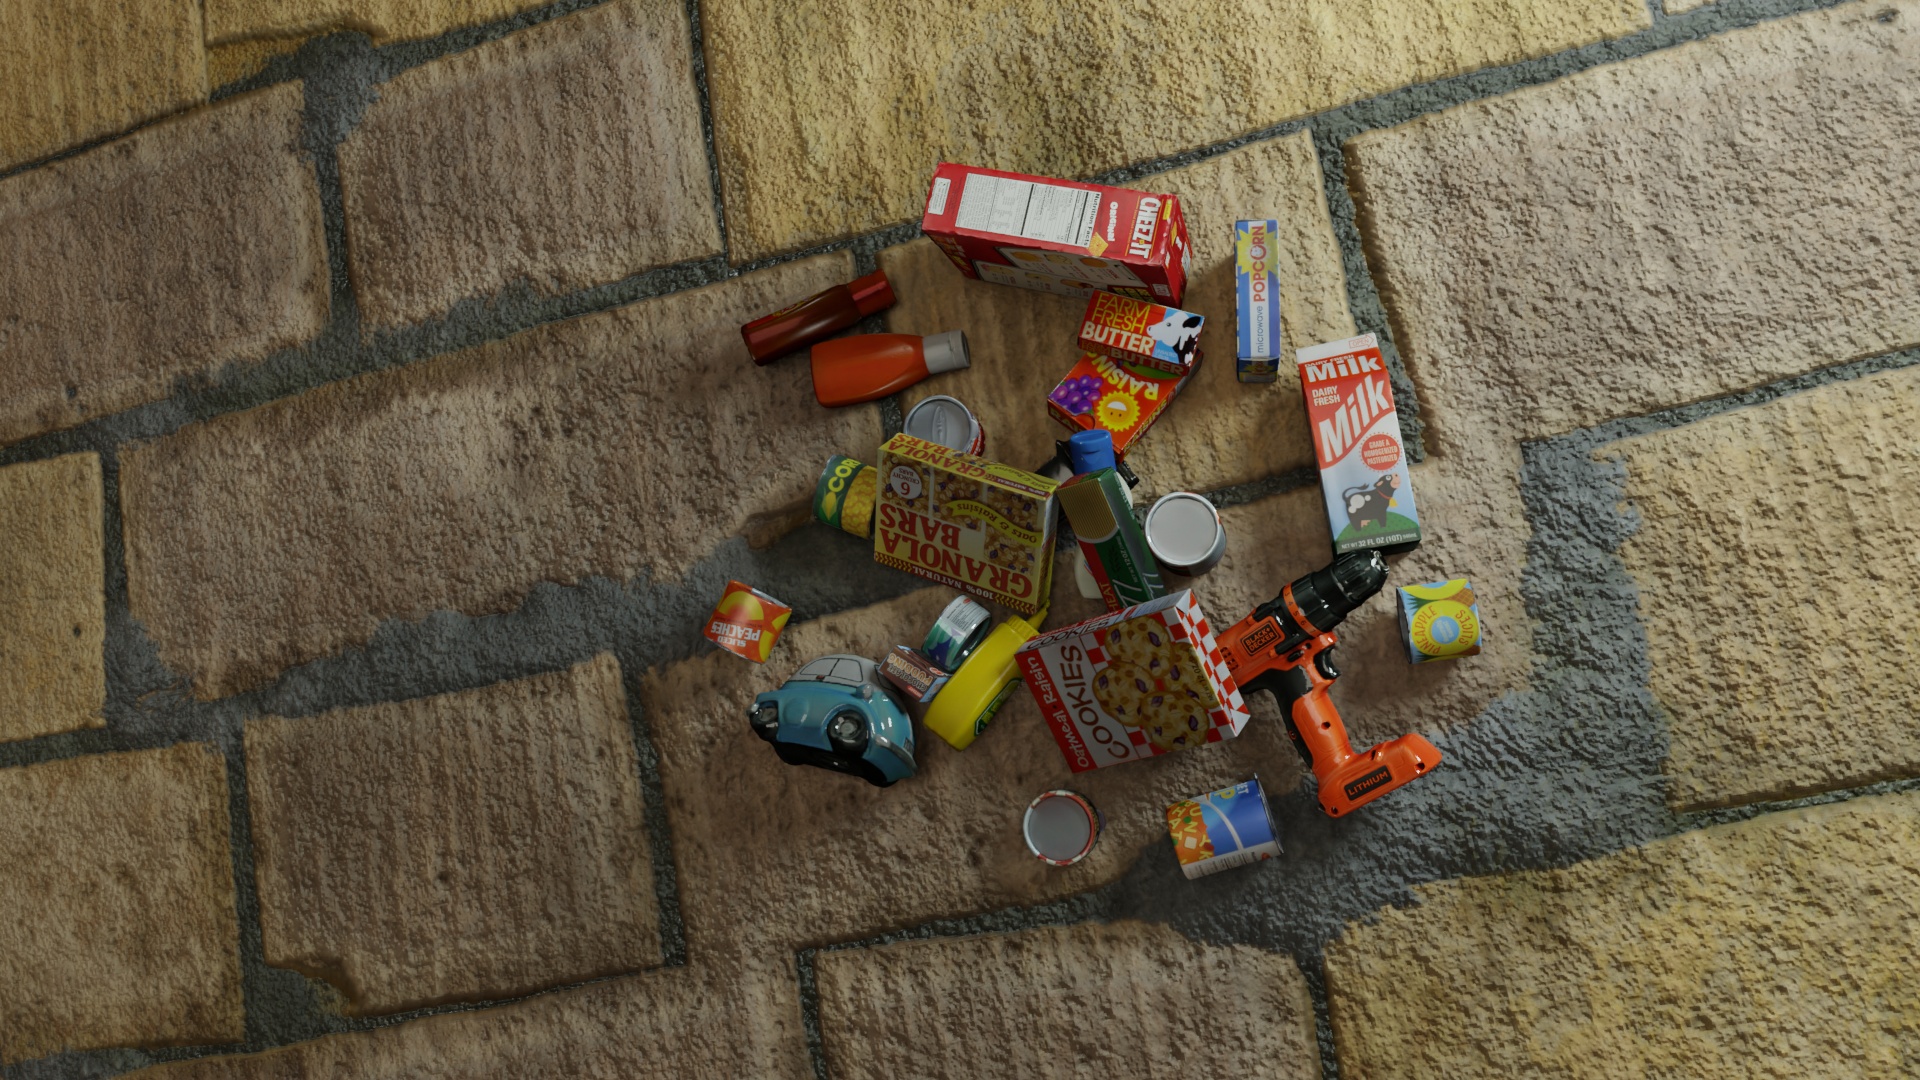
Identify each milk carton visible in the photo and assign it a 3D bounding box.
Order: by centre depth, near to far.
[{"bbox_3d":[0.341,-0.082,1.199,0.072,0.073,0.191,-11,80,12],"label":"milk carton"}]

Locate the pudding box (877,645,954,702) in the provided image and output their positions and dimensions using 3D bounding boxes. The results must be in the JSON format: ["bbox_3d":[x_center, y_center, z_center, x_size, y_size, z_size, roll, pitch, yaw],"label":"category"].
[{"bbox_3d":[-0.038,0.121,1.254,0.050,0.083,0.030,36,92,15],"label":"pudding box"}]

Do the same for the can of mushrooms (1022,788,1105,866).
[{"bbox_3d":[0.092,0.254,1.233,0.071,0.033,0.071,-2,82,13],"label":"can of mushrooms"}]

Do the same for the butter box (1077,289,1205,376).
[{"bbox_3d":[0.160,-0.185,1.235,0.103,0.024,0.053,16,73,10],"label":"butter box"}]

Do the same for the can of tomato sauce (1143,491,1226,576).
[{"bbox_3d":[0.196,-0.006,1.218,0.071,0.083,0.071,-2,82,13],"label":"can of tomato sauce"}]

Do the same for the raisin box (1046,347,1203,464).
[{"bbox_3d":[0.149,-0.142,1.256,0.086,0.040,0.123,38,79,14],"label":"raisin box"}]

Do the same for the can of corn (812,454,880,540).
[{"bbox_3d":[-0.097,-0.042,1.298,0.058,0.071,0.071,21,88,14],"label":"can of corn"}]

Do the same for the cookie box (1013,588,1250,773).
[{"bbox_3d":[0.143,0.123,1.180,0.167,0.040,0.122,-20,101,35],"label":"cookie box"}]

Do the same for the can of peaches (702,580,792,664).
[{"bbox_3d":[-0.201,0.076,1.305,0.071,0.071,0.058,27,89,15],"label":"can of peaches"}]

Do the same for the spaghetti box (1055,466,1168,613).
[{"bbox_3d":[0.155,0.058,1.193,0.050,0.029,0.249,-16,103,44],"label":"spaghetti box"}]

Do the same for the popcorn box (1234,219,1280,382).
[{"bbox_3d":[0.262,-0.210,1.228,0.038,0.085,0.127,-1,82,12],"label":"popcorn box"}]

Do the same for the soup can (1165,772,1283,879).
[{"bbox_3d":[0.224,0.244,1.187,0.084,0.071,0.071,-19,79,11],"label":"soup can"}]

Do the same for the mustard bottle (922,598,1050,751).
[{"bbox_3d":[0.032,0.116,1.251,0.049,0.065,0.160,38,85,17],"label":"mustard bottle"}]

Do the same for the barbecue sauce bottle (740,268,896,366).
[{"bbox_3d":[-0.135,-0.215,1.336,0.148,0.065,0.043,-24,100,0],"label":"barbecue sauce bottle"}]

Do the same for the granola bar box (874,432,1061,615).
[{"bbox_3d":[0.004,-0.016,1.245,0.166,0.039,0.123,18,125,21],"label":"granola bar box"}]

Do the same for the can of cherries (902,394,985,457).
[{"bbox_3d":[-0.012,-0.096,1.291,0.071,0.058,0.071,-2,81,13],"label":"can of cherries"}]

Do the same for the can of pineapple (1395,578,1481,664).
[{"bbox_3d":[0.401,0.068,1.167,0.058,0.071,0.071,-9,81,12],"label":"can of pineapple"}]

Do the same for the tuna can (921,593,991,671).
[{"bbox_3d":[-0.004,0.086,1.262,0.033,0.071,0.071,35,92,14],"label":"tuna can"}]

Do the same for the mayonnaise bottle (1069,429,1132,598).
[{"bbox_3d":[0.125,-0.023,1.226,0.065,0.041,0.147,-8,110,10],"label":"mayonnaise bottle"}]

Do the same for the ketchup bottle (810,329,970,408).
[{"bbox_3d":[-0.067,-0.169,1.321,0.149,0.043,0.065,-10,82,12],"label":"ketchup bottle"}]
